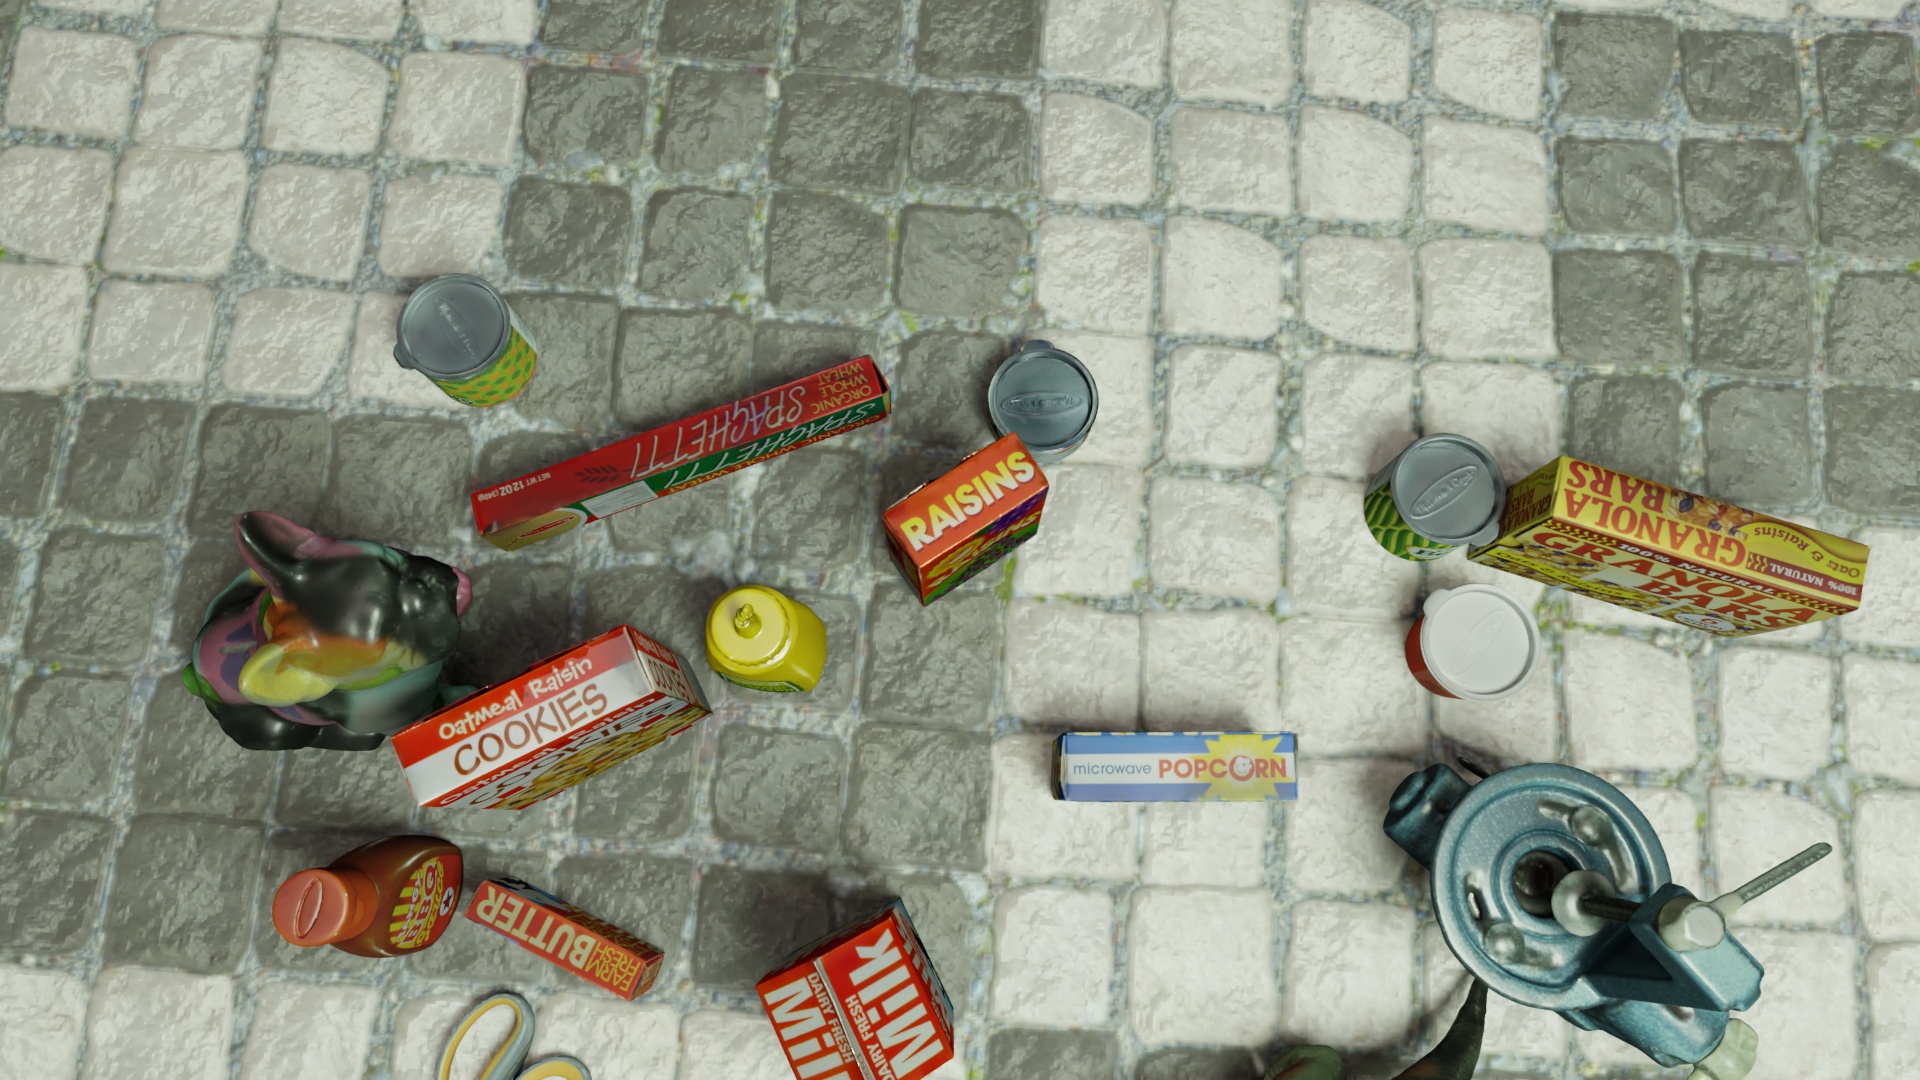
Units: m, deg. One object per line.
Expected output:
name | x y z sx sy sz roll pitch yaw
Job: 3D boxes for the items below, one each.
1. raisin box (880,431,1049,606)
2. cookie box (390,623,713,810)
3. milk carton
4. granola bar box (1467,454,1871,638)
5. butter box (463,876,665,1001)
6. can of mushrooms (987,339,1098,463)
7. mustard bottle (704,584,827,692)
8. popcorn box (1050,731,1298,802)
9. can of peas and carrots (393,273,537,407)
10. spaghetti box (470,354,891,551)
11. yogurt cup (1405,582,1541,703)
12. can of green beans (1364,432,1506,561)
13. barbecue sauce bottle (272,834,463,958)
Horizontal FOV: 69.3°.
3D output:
raisin box | 0.003 -0.010 0.782 0.086 0.123 0.040 -32 80 -6
cookie box | -0.207 0.097 0.735 0.123 0.167 0.040 -27 80 -5
milk carton | -0.050 0.233 0.695 0.073 0.190 0.072 -26 80 -5
granola bar box | 0.389 0.008 0.780 0.166 0.124 0.039 17 79 3
butter box | -0.217 0.219 0.767 0.103 0.053 0.024 25 79 5
can of mushrooms | 0.049 -0.084 0.844 0.071 0.033 0.071 0 78 0
mustard bottle | -0.109 0.053 0.749 0.065 0.160 0.049 7 79 1
popcorn box | 0.116 0.127 0.773 0.127 0.085 0.038 0 78 0
can of peas and carrots | -0.297 -0.118 0.836 0.071 0.058 0.071 0 78 0
spaghetti box | -0.162 -0.052 0.827 0.250 0.050 0.029 -20 79 -5
yogurt cup | 0.293 0.062 0.804 0.072 0.054 0.072 0 78 0
can of green beans | 0.278 -0.024 0.820 0.071 0.057 0.071 0 78 0
barbecue sauce bottle | -0.307 0.187 0.725 0.044 0.148 0.065 13 79 2
